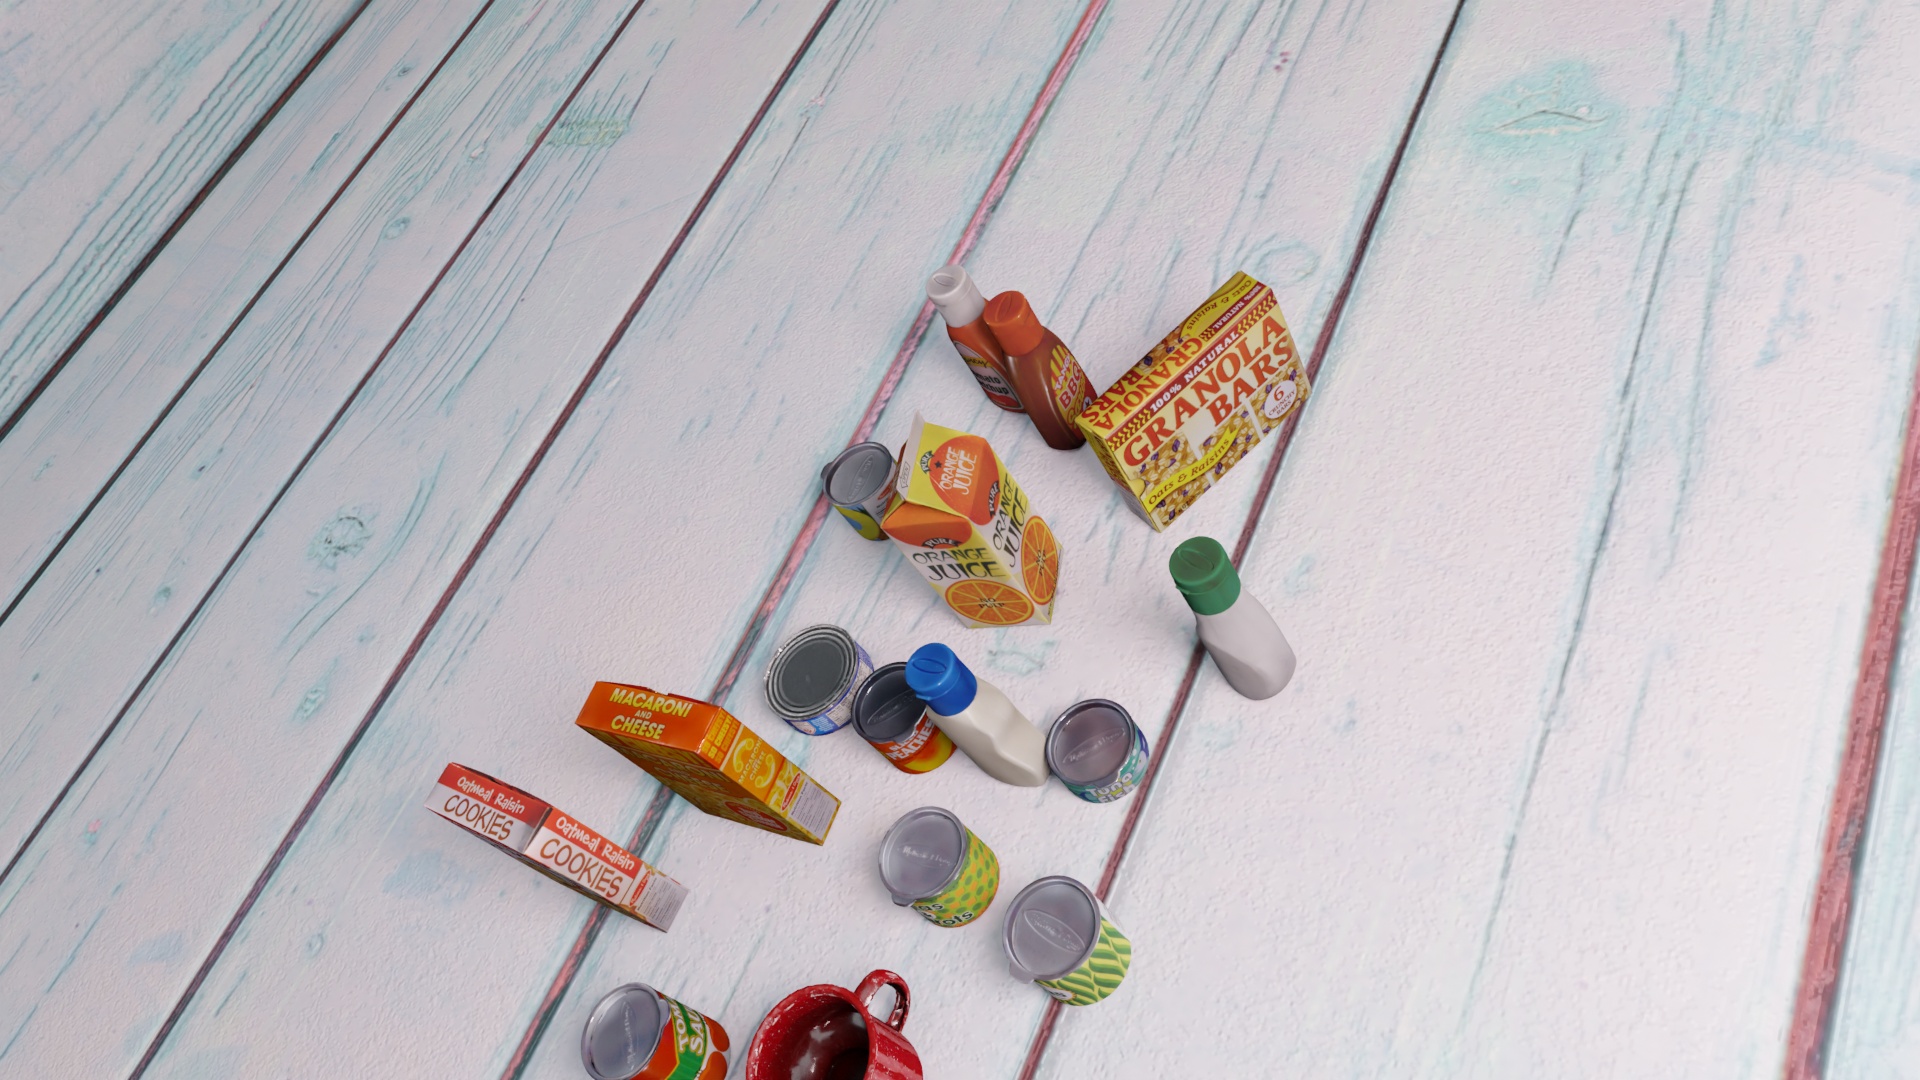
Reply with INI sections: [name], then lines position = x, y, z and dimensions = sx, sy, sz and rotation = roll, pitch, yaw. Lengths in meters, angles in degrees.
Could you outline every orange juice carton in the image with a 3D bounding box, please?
[orange juice carton]
position = 0.004, -0.013, 1.022
dimensions = 0.073, 0.192, 0.072
rotation = -5, 55, 27

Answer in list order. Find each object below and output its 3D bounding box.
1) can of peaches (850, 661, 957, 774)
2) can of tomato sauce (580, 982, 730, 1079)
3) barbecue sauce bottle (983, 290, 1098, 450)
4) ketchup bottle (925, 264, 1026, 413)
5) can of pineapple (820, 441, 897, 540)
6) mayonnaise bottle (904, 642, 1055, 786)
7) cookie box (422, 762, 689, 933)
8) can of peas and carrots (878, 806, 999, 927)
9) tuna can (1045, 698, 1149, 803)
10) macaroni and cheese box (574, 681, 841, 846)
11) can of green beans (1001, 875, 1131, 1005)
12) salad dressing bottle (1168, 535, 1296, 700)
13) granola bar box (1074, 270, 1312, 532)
[can of peaches]
position = -0.038, 0.134, 1.029
dimensions = 0.071, 0.058, 0.071
rotation = -16, 50, 20
[can of tomato sauce]
position = -0.205, 0.346, 0.950
dimensions = 0.071, 0.083, 0.071
rotation = -16, 51, 20
[barbecue sauce bottle]
position = 0.064, -0.138, 1.111
dimensions = 0.043, 0.148, 0.065
rotation = 3, 59, 32
[ketchup bottle]
position = 0.020, -0.168, 1.159
dimensions = 0.065, 0.148, 0.043
rotation = 27, 73, 41
[can of pineapple]
position = -0.076, -0.042, 1.183
dimensions = 0.071, 0.057, 0.071
rotation = -16, 50, 20
[mayonnaise bottle]
position = 0.012, 0.120, 0.948
dimensions = 0.065, 0.147, 0.041
rotation = 10, 63, 35
[cookie box]
position = -0.298, 0.229, 1.034
dimensions = 0.123, 0.167, 0.040
rotation = 11, 63, 36
[can of peas and carrots]
position = -0.014, 0.225, 0.946
dimensions = 0.071, 0.058, 0.071
rotation = -16, 50, 20
[tuna can]
position = 0.096, 0.147, 0.957
dimensions = 0.071, 0.032, 0.071
rotation = -16, 50, 20
[macaroni and cheese box]
position = -0.182, 0.163, 1.016
dimensions = 0.123, 0.166, 0.040
rotation = 6, 61, 34
[can of green beans]
position = 0.068, 0.253, 0.877
dimensions = 0.071, 0.057, 0.071
rotation = -16, 50, 20
[salad dressing bottle]
position = 0.176, 0.051, 0.904
dimensions = 0.044, 0.147, 0.064
rotation = -49, 47, -10
[granola bar box]
position = 0.178, -0.101, 1.033
dimensions = 0.165, 0.124, 0.039
rotation = -42, 47, -4
